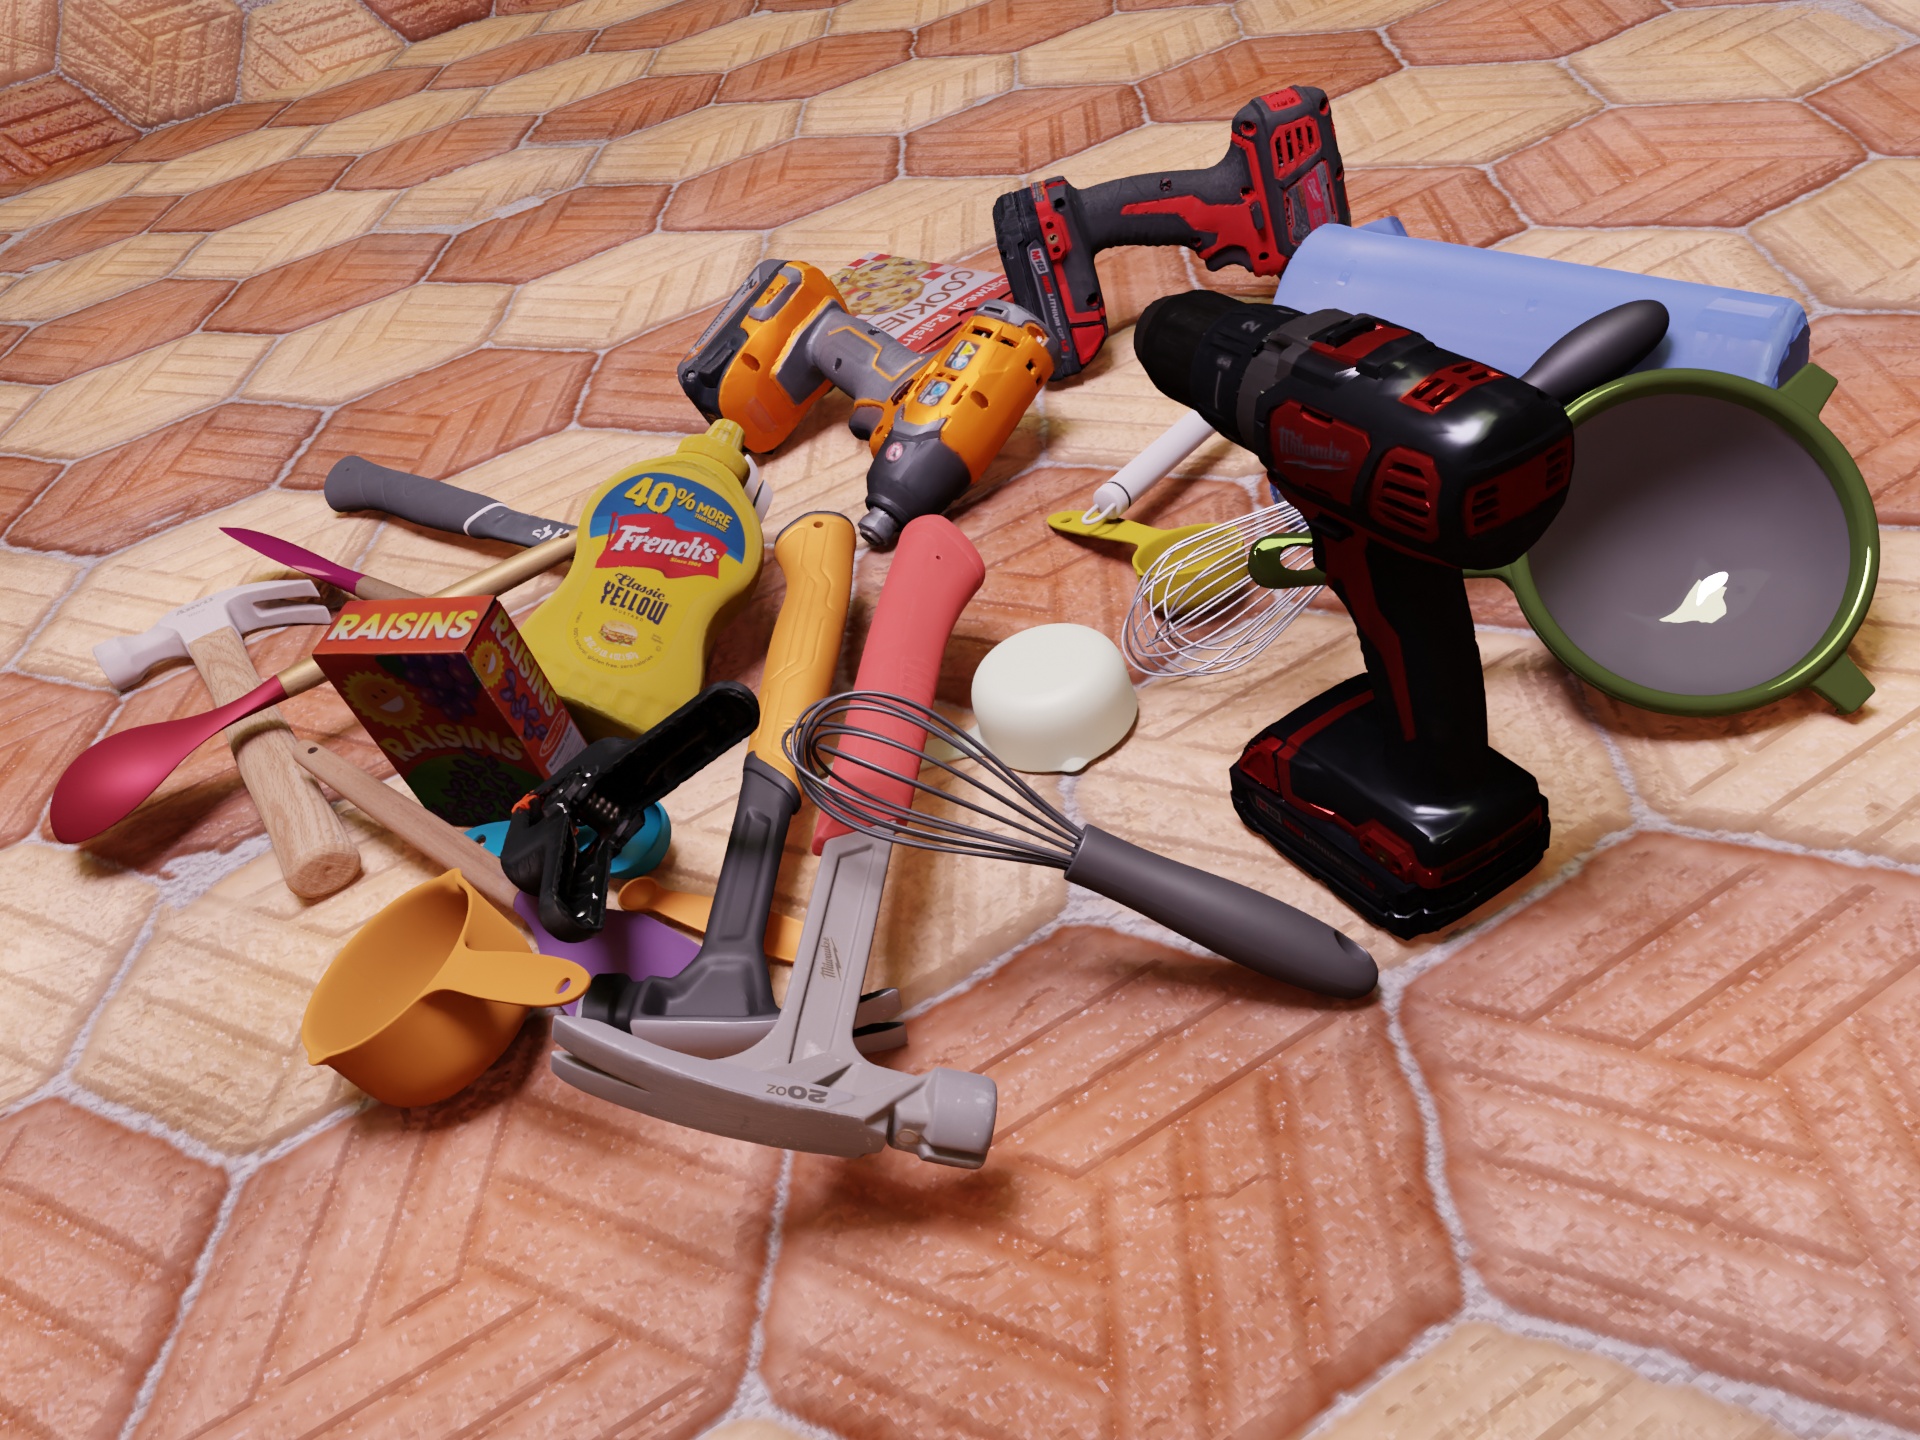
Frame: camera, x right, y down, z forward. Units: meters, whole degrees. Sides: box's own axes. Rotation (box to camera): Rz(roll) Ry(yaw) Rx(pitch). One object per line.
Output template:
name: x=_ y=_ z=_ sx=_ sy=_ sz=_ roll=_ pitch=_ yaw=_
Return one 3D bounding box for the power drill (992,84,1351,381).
power drill: x=0.141 y=-0.303 z=1.021 sx=0.219 sy=0.143 sz=0.079 roll=-16 pitch=32 yaw=9

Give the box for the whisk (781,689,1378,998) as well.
whisk: x=0.045 y=0.049 z=0.593 sx=0.239 sy=0.055 sz=0.055 roll=24 pitch=44 yaw=2

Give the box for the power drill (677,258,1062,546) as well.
power drill: x=-0.068 y=-0.196 z=0.980 sx=0.227 sy=0.084 sz=0.164 roll=24 pitch=73 yaw=36

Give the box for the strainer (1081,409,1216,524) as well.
strainer: x=0.147 y=-0.178 z=0.917 sx=0.087 sy=0.050 sz=0.258 roll=13 pitch=44 yaw=43

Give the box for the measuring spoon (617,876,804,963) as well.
measuring spoon: x=-0.100 y=0.089 z=0.689 sx=0.117 sy=0.011 sz=0.021 roll=12 pitch=49 yaw=27

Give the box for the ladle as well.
ladle: x=-0.338 y=-0.029 z=0.853 sx=0.315 sy=0.031 sz=0.069 roll=-31 pitch=41 yaw=-17

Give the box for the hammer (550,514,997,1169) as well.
hammer: x=-0.045 y=0.020 z=0.657 sx=0.149 sy=0.036 sz=0.359 roll=13 pitch=39 yaw=-3

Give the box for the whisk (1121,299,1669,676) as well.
whisk: x=0.195 y=-0.107 z=0.730 sx=0.284 sy=0.070 sz=0.070 roll=-33 pitch=36 yaw=8

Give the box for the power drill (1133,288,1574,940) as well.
power drill: x=0.141 y=-0.049 z=0.602 sx=0.080 sy=0.226 sz=0.188 roll=-28 pitch=39 yaw=-18

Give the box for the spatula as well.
spatula: x=-0.214 y=0.072 z=0.722 sx=0.316 sy=0.018 sz=0.060 roll=25 pitch=51 yaw=33

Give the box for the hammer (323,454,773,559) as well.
hammer: x=-0.282 y=-0.127 z=0.996 sx=0.409 sy=0.036 sz=0.149 roll=17 pitch=61 yaw=39

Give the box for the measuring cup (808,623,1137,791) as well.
measuring cup: x=-0.001 y=-0.002 z=0.748 sx=0.167 sy=0.038 sz=0.083 roll=-15 pitch=36 yaw=2

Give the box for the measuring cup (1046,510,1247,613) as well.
measuring cup: x=0.094 y=-0.088 z=0.848 sx=0.062 sy=0.029 sz=0.157 roll=-29 pitch=27 yaw=-20

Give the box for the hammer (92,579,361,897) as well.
hammer: x=-0.390 y=0.002 z=0.884 sx=0.130 sy=0.031 sz=0.332 roll=-30 pitch=39 yaw=-19

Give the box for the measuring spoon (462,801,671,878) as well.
measuring spoon: x=-0.187 y=0.060 z=0.754 sx=0.128 sy=0.021 sz=0.042 roll=-4 pitch=52 yaw=28

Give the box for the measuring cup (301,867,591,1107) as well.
measuring cup: x=-0.184 y=0.111 z=0.618 sx=0.174 sy=0.052 sz=0.095 roll=-3 pitch=46 yaw=41

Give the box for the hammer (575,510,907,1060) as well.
hammer: x=-0.075 y=0.011 z=0.728 sx=0.127 sy=0.034 sz=0.337 roll=-3 pitch=42 yaw=7

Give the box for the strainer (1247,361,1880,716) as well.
strainer: x=0.254 y=-0.068 z=0.696 sx=0.256 sy=0.069 sz=0.151 roll=-2 pitch=79 yaw=7

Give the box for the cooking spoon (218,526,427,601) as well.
cooking spoon: x=-0.341 y=-0.073 z=0.954 sx=0.319 sy=0.068 sz=0.017 roll=21 pitch=85 yaw=31
